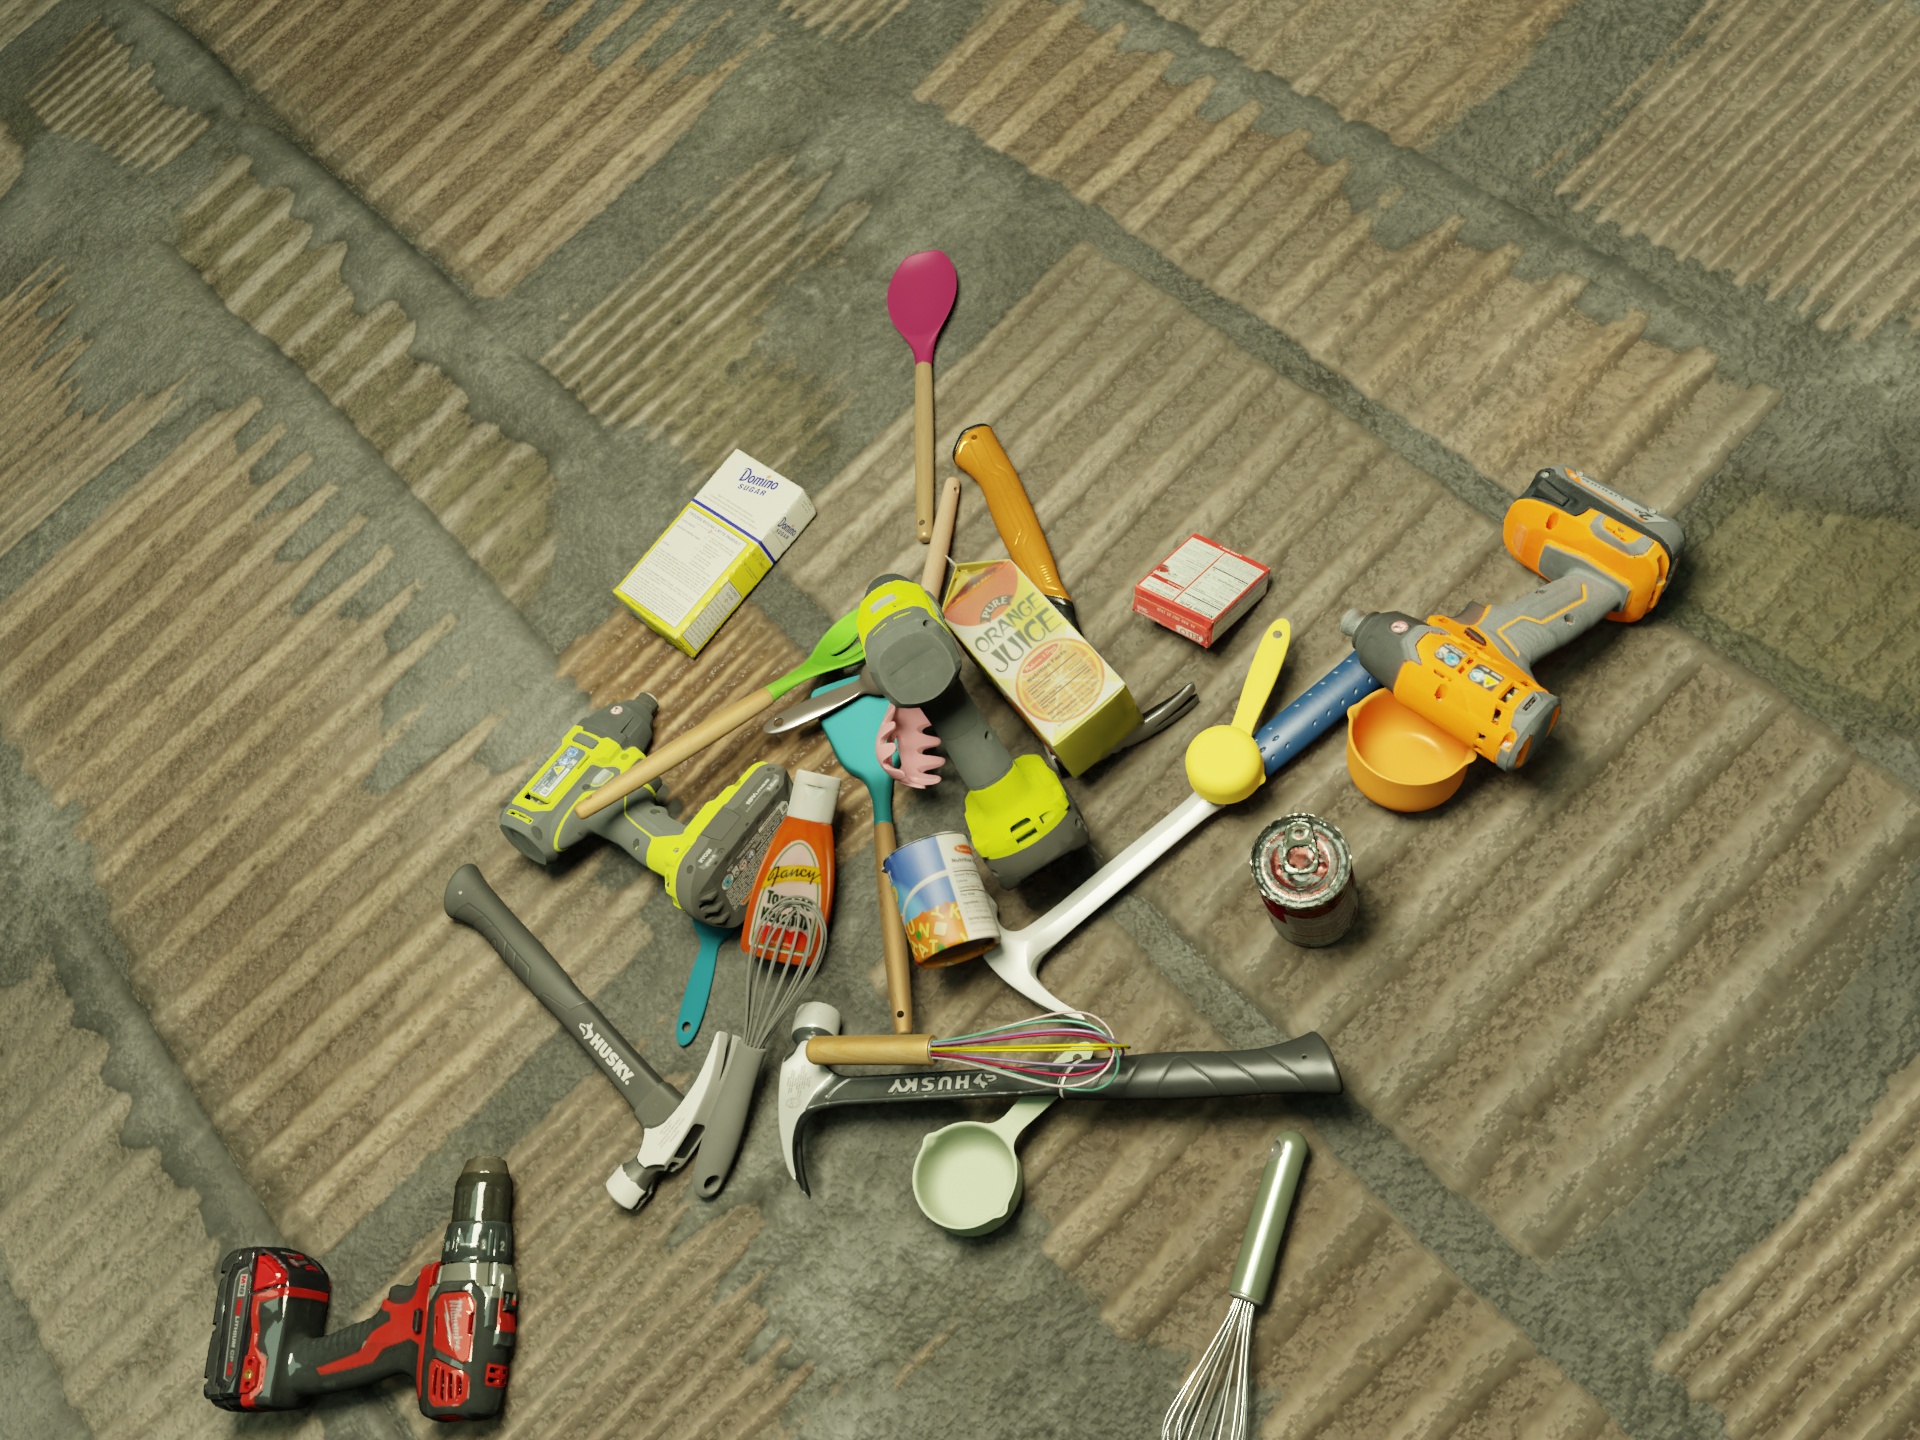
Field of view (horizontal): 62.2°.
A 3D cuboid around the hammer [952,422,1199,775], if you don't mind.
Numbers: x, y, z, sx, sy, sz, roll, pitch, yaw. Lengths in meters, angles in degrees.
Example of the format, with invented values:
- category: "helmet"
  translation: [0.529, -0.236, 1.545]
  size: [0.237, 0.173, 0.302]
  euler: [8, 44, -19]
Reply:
- category: "hammer"
  translation: [0.075, -0.120, 1.318]
  size: [0.127, 0.034, 0.337]
  euler: [-26, 61, 6]

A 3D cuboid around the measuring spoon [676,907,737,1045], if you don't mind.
- category: "measuring spoon"
  translation: [-0.209, 0.195, 1.271]
  size: [0.042, 0.021, 0.129]
  euler: [4, 66, 19]

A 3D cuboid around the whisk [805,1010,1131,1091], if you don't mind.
- category: "whisk"
  translation: [0.002, 0.232, 1.113]
  size: [0.245, 0.047, 0.051]
  euler: [-6, 103, 24]

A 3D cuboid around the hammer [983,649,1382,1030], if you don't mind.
- category: "hammer"
  translation: [0.187, 0.066, 1.196]
  size: [0.405, 0.035, 0.144]
  euler: [-39, 61, -2]

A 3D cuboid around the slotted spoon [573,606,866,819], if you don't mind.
- category: "slotted spoon"
  translation: [-0.178, -0.008, 1.298]
  size: [0.314, 0.031, 0.070]
  euler: [-34, 33, -22]

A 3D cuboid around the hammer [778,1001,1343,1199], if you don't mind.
- category: "hammer"
  translation: [0.059, 0.256, 1.113]
  size: [0.409, 0.036, 0.149]
  euler: [-7, 45, 18]

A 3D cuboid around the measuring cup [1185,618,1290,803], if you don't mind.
- category: "measuring cup"
  translation: [0.213, -0.013, 1.186]
  size: [0.062, 0.029, 0.156]
  euler: [17, 74, 24]

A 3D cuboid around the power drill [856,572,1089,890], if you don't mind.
- category: "power drill"
  translation: [-0.002, -0.004, 1.180]
  size: [0.080, 0.228, 0.191]
  euler: [-31, 20, 3]

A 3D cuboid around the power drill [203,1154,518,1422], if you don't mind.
- category: "power drill"
  translation: [-0.442, 0.433, 1.208]
  size: [0.226, 0.080, 0.188]
  euler: [-7, 64, 12]

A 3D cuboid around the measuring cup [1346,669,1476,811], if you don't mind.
- category: "measuring cup"
  translation: [0.346, -0.007, 1.175]
  size: [0.095, 0.052, 0.174]
  euler: [23, 59, 22]

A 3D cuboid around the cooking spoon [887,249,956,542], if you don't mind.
- category: "cooking spoon"
  translation: [-0.033, -0.300, 1.445]
  size: [0.069, 0.017, 0.319]
  euler: [-8, 64, 15]

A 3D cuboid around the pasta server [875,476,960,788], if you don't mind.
- category: "pasta server"
  translation: [-0.025, -0.080, 1.310]
  size: [0.040, 0.060, 0.316]
  euler: [-18, 48, 38]

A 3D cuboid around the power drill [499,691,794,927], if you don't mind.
- category: "power drill"
  translation: [-0.245, 0.066, 1.305]
  size: [0.223, 0.080, 0.171]
  euler: [20, 58, 27]

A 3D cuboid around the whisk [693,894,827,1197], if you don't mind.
- category: "whisk"
  translation: [-0.154, 0.246, 1.195]
  size: [0.055, 0.055, 0.239]
  euler: [20, 91, 24]

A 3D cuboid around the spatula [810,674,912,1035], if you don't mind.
- category: "spatula"
  translation: [-0.063, 0.099, 1.240]
  size: [0.082, 0.044, 0.318]
  euler: [-14, 52, 7]

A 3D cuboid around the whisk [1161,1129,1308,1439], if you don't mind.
- category: "whisk"
  translation: [0.186, 0.389, 1.047]
  size: [0.059, 0.058, 0.246]
  euler: [26, 70, -10]

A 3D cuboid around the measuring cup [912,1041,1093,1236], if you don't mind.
- category: "measuring cup"
  translation: [0.039, 0.298, 1.140]
  size: [0.167, 0.038, 0.083]
  euler: [-43, 56, -15]

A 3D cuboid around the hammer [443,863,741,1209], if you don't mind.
- category: "hammer"
  translation: [-0.313, 0.223, 1.280]
  size: [0.335, 0.035, 0.146]
  euler: [39, 89, 30]

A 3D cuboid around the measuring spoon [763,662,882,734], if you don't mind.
- category: "measuring spoon"
  translation: [-0.108, -0.020, 1.304]
  size: [0.124, 0.018, 0.034]
  euler: [-25, 56, 2]

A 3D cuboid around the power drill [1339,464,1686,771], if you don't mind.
- category: "power drill"
  translation: [0.394, -0.083, 1.147]
  size: [0.164, 0.084, 0.226]
  euler: [37, 67, 28]
